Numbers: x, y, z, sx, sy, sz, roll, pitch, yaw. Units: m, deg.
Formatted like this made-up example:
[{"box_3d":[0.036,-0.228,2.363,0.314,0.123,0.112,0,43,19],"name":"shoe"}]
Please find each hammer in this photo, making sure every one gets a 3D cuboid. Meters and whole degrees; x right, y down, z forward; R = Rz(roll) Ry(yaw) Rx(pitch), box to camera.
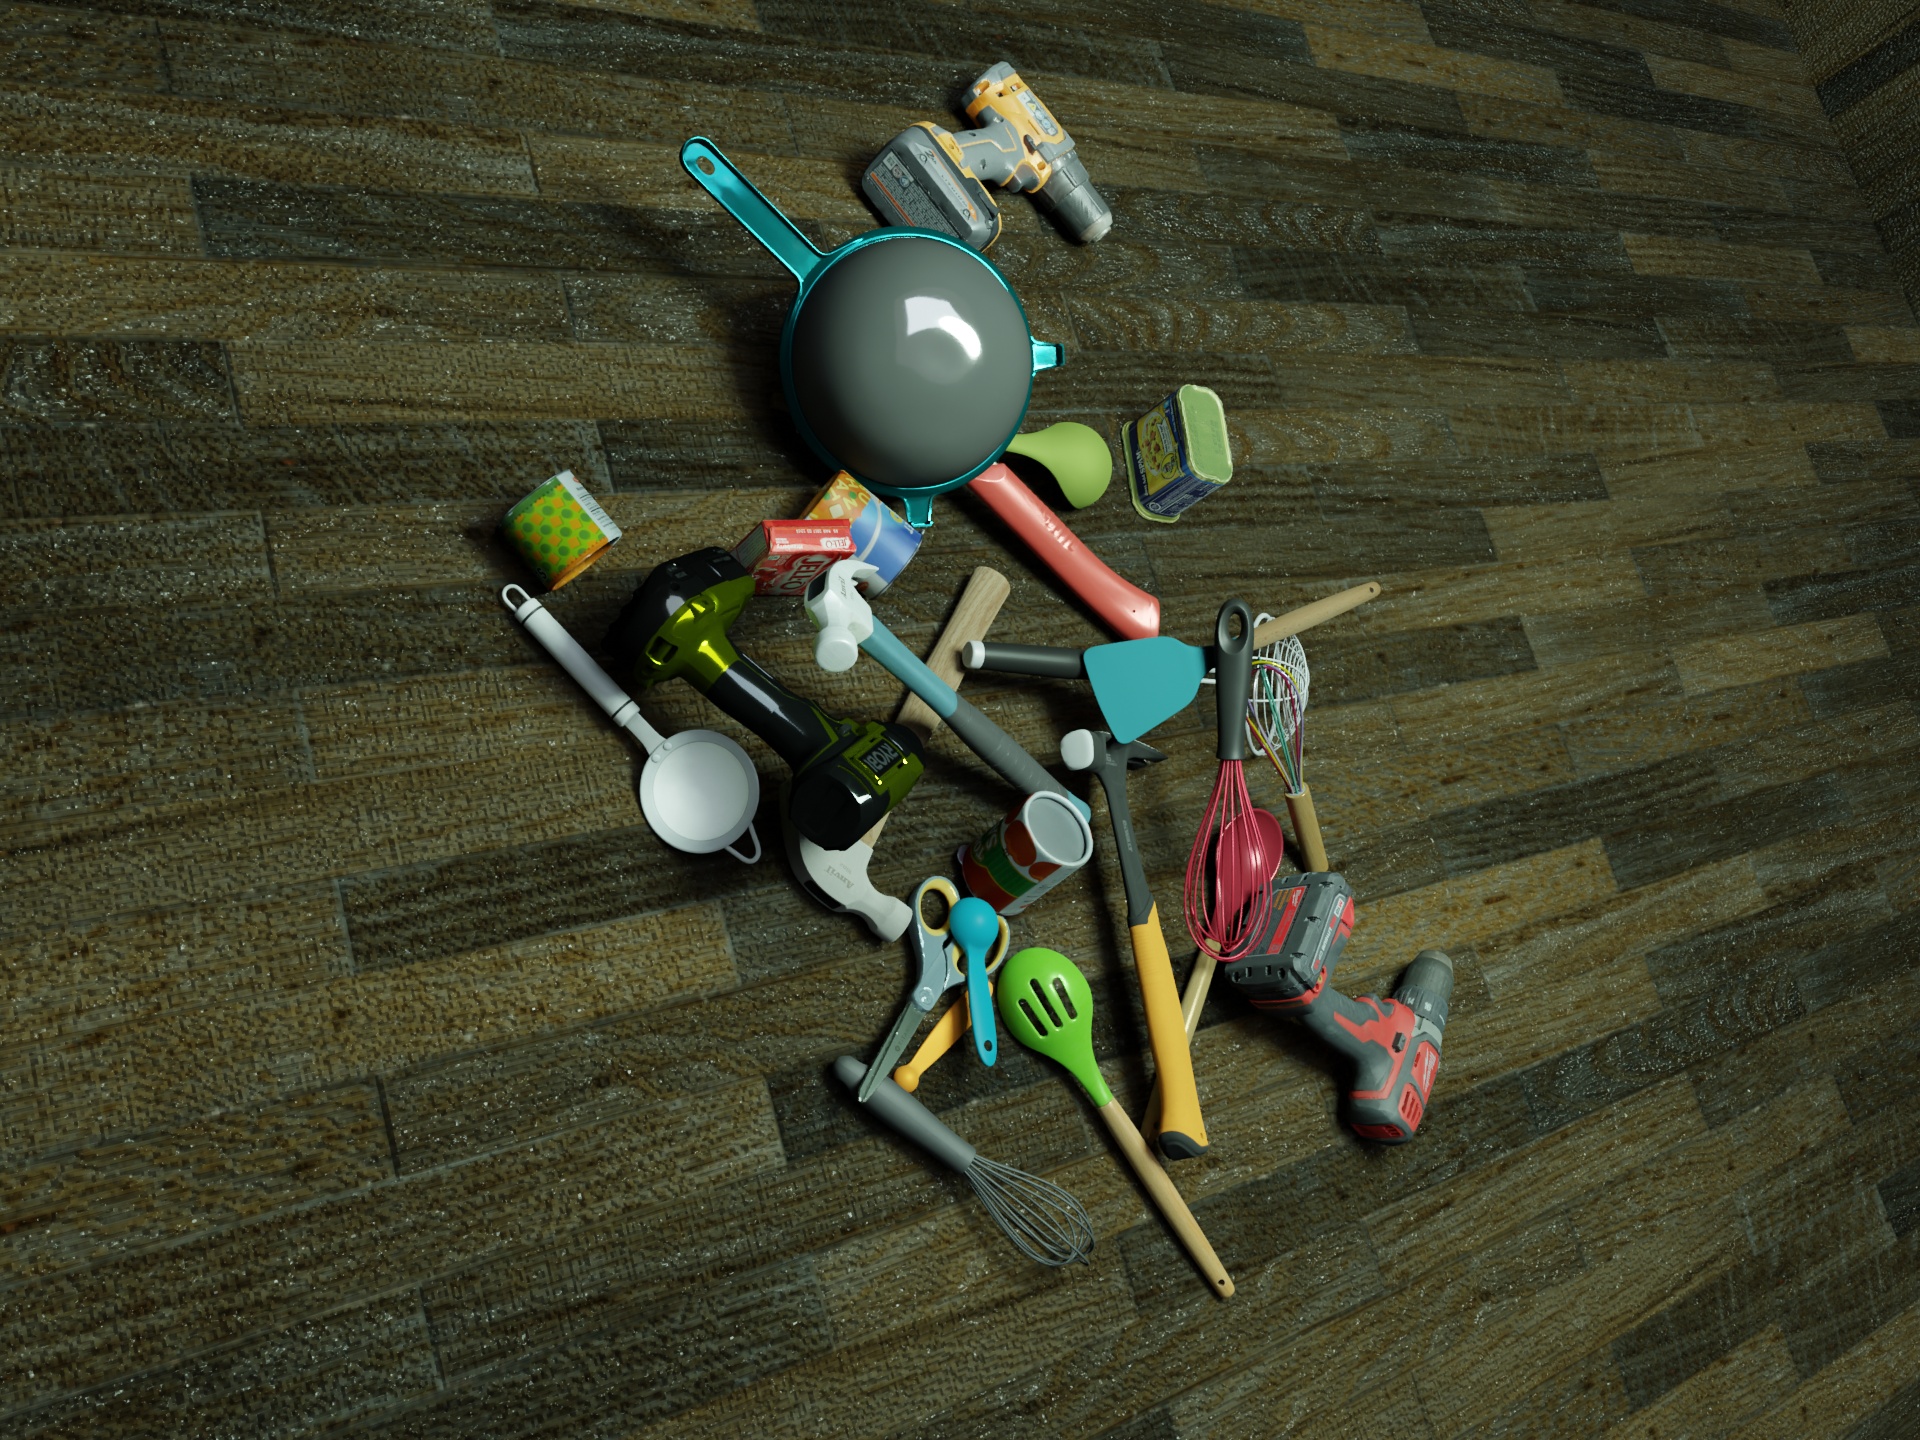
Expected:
[{"box_3d":[-0.038,0.003,1.239,0.130,0.031,0.331,37,55,-16],"name":"hammer"},{"box_3d":[0.151,0.175,1.262,0.127,0.034,0.337,13,63,-53],"name":"hammer"},{"box_3d":[0.035,-0.179,1.333,0.358,0.037,0.149,43,84,-21],"name":"hammer"},{"box_3d":[-0.002,-0.004,1.195,0.330,0.033,0.128,42,24,-37],"name":"hammer"}]

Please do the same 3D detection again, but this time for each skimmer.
[{"box_3d":[0.155,-0.040,1.361,0.363,0.090,0.127,4,89,-26],"name":"skimmer"}]

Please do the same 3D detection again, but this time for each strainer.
[{"box_3d":[-0.072,-0.315,1.202,0.340,0.095,0.211,41,85,-22],"name":"strainer"},{"box_3d":[-0.227,0.000,1.113,0.087,0.050,0.258,-43,93,7],"name":"strainer"}]

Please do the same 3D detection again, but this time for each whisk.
[{"box_3d":[0.003,0.315,1.134,0.239,0.055,0.055,39,55,-9],"name":"whisk"},{"box_3d":[0.279,0.043,1.363,0.047,0.051,0.244,-25,125,-2],"name":"whisk"},{"box_3d":[0.219,0.049,1.286,0.073,0.073,0.296,-3,96,-34],"name":"whisk"}]

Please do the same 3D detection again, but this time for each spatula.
[{"box_3d":[0.244,-0.069,1.347,0.317,0.044,0.082,-21,88,-33],"name":"spatula"}]

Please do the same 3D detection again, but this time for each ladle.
[{"box_3d":[-0.011,-0.238,1.353,0.320,0.062,0.078,6,68,-24],"name":"ladle"},{"box_3d":[0.203,0.207,1.319,0.069,0.031,0.316,39,57,-20],"name":"ladle"}]

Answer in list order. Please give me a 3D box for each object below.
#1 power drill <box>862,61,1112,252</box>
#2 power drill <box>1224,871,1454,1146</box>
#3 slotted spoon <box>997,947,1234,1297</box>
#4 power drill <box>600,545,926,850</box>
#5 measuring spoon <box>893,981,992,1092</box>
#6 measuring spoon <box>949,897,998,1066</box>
[{"box_3d":[0.035,-0.487,1.453,0.185,0.084,0.226,50,49,-8],"name":"power drill"},{"box_3d":[0.340,0.226,1.358,0.226,0.080,0.188,48,53,-22],"name":"power drill"},{"box_3d":[0.126,0.313,1.220,0.070,0.031,0.313,-32,95,-1],"name":"slotted spoon"},{"box_3d":[-0.126,-0.017,1.114,0.223,0.080,0.171,42,21,3],"name":"power drill"},{"box_3d":[-0.010,0.232,1.179,0.021,0.011,0.117,51,53,-6],"name":"measuring spoon"},{"box_3d":[0.019,0.190,1.176,0.042,0.021,0.129,12,60,-36],"name":"measuring spoon"}]
